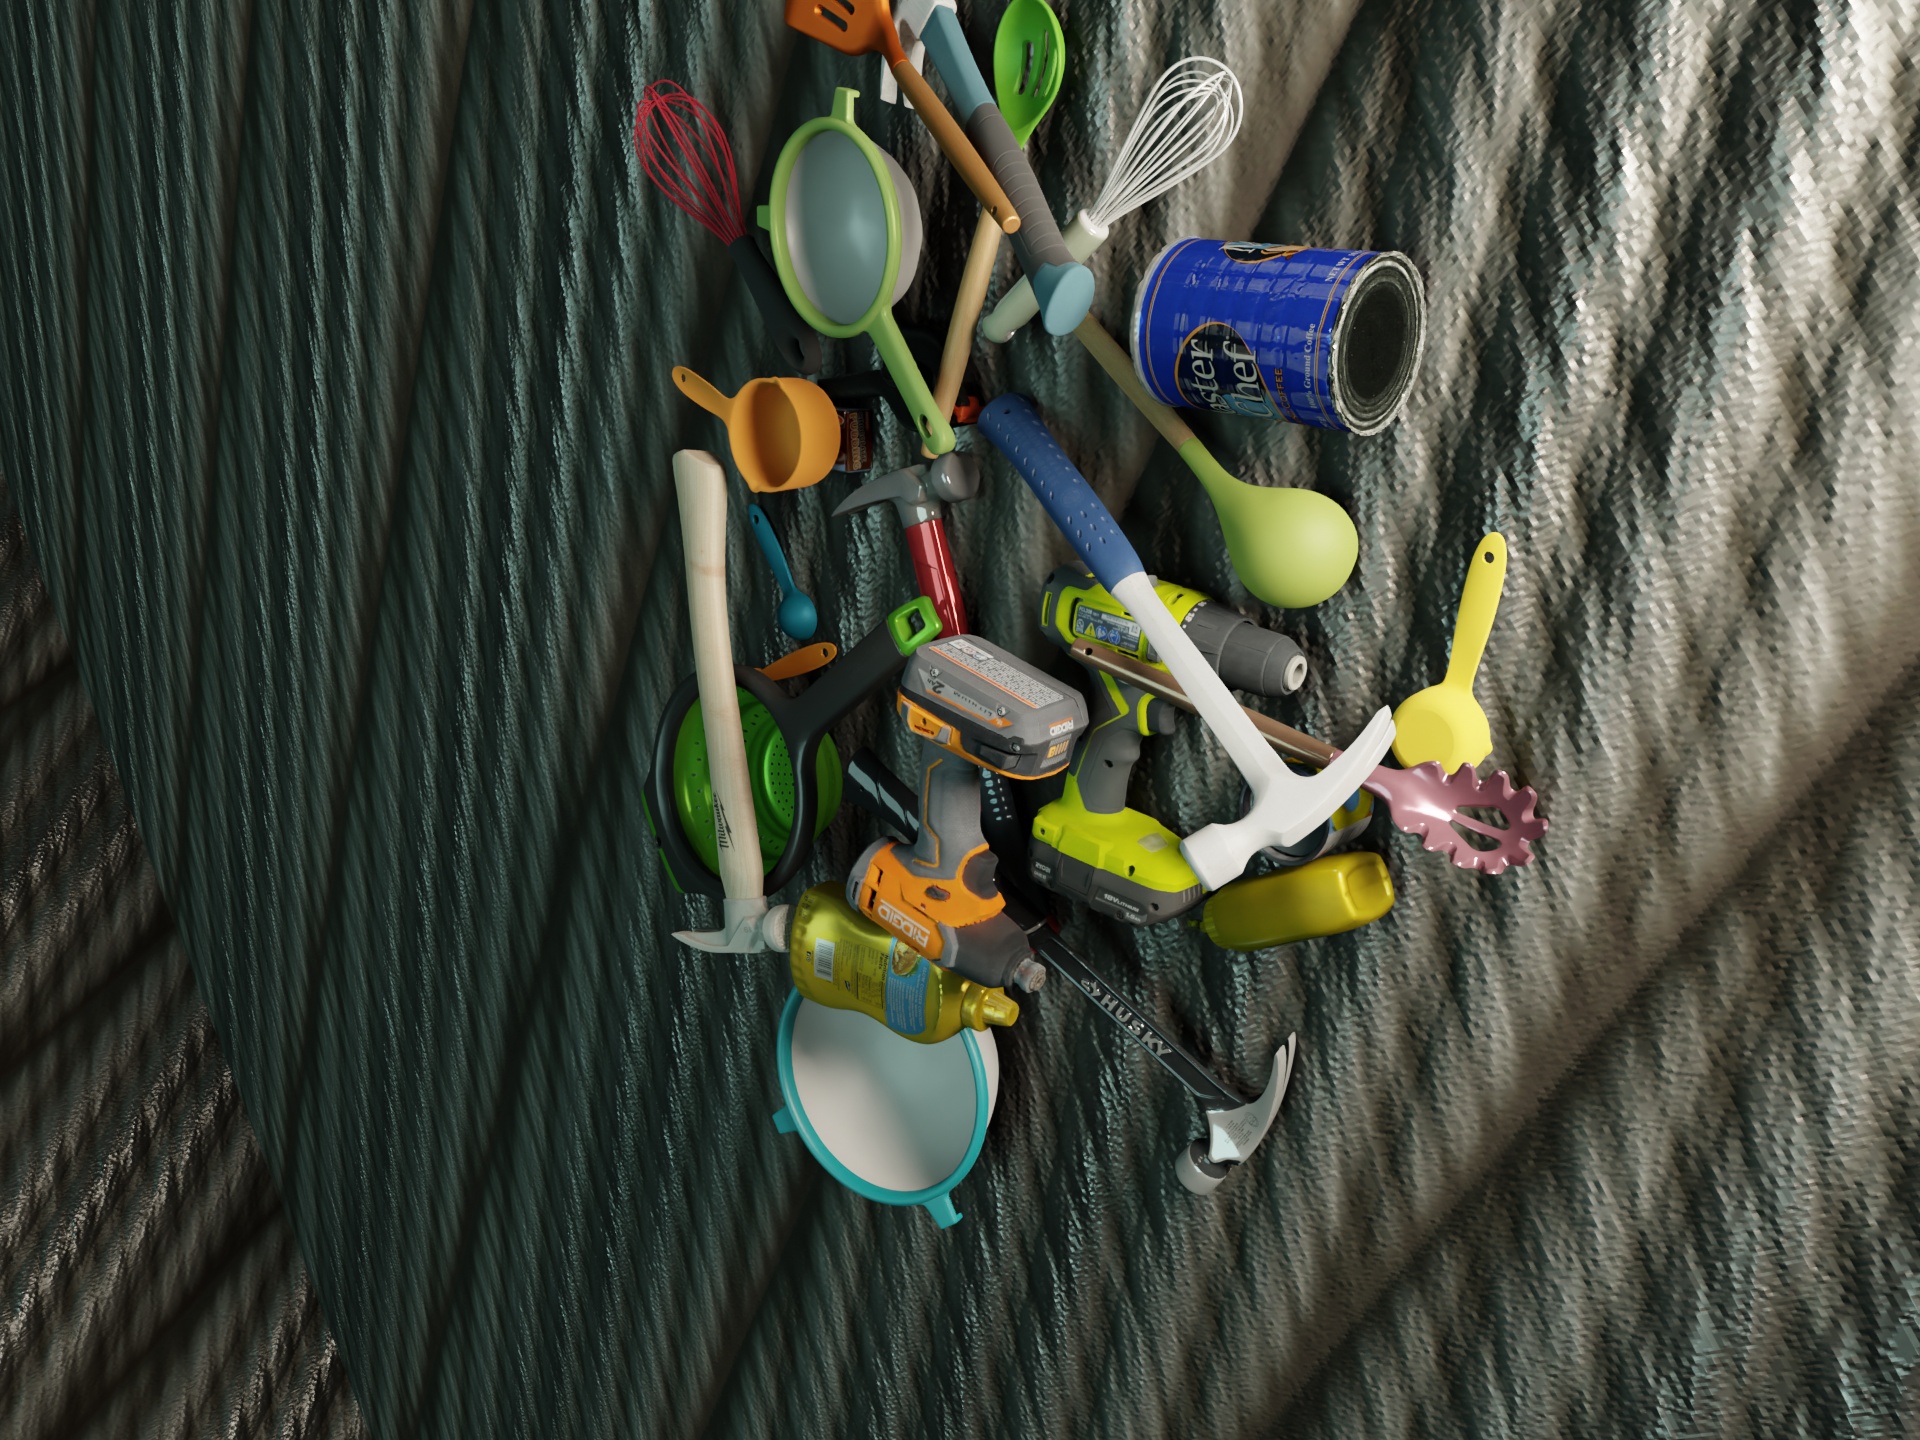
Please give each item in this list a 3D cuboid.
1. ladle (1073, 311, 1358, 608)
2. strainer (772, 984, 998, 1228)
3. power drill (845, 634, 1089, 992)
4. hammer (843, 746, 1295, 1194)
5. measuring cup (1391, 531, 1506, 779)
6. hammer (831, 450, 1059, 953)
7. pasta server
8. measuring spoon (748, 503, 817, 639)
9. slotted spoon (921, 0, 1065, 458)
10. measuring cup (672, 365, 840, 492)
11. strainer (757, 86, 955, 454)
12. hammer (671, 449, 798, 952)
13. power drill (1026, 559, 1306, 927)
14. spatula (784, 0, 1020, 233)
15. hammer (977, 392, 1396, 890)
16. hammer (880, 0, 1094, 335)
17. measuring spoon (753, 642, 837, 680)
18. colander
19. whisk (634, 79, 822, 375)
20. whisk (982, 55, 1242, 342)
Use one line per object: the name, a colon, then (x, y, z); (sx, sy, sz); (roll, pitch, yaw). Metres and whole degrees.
ladle: (0.142, -0.197, 1.042); (0.320, 0.062, 0.078); (55, 130, 27)
strainer: (-0.031, 0.222, 1.299); (0.211, 0.095, 0.340); (21, 106, 31)
power drill: (0.012, 0.074, 1.098); (0.164, 0.084, 0.226); (31, 120, 30)
hammer: (0.066, 0.161, 1.166); (0.409, 0.036, 0.149); (42, 126, 14)
measuring cup: (0.292, -0.035, 0.939); (0.062, 0.029, 0.156); (27, 122, 37)
hammer: (-0.002, -0.004, 1.235); (0.143, 0.038, 0.386); (-12, 93, 47)
pasta server: (0.202, 0.012, 0.972); (0.316, 0.040, 0.060); (26, 86, 25)
measuring spoon: (-0.161, -0.127, 1.367); (0.042, 0.021, 0.129); (-30, 81, 45)
slotted spoon: (0.017, -0.333, 1.101); (0.070, 0.031, 0.313); (35, 118, 43)
measuring cup: (-0.163, -0.246, 1.270); (0.174, 0.052, 0.095); (37, 124, 34)
strainer: (-0.047, -0.308, 1.135); (0.151, 0.069, 0.256); (-36, 77, 52)
hammer: (-0.204, -0.015, 1.306); (0.146, 0.038, 0.410); (-8, 88, 45)
power drill: (0.132, 0.018, 1.083); (0.191, 0.080, 0.228); (22, 114, 36)
spatula: (-0.038, -0.424, 1.064); (0.081, 0.041, 0.323); (-57, 47, 36)
hammer: (0.118, -0.082, 1.018); (0.144, 0.035, 0.406); (-32, 53, 2)
hammer: (0.018, -0.387, 1.045); (0.128, 0.033, 0.331); (-50, 50, 44)
measuring spoon: (-0.145, -0.049, 1.386); (0.117, 0.011, 0.021); (-18, 89, 42)
colander: (-0.118, 0.012, 1.317); (0.397, 0.094, 0.205); (-38, 68, 39)
whisk: (-0.185, -0.396, 1.276); (0.073, 0.073, 0.296); (-44, 70, 43)
whisk: (0.091, -0.328, 1.029); (0.059, 0.058, 0.246); (49, 131, -2)
